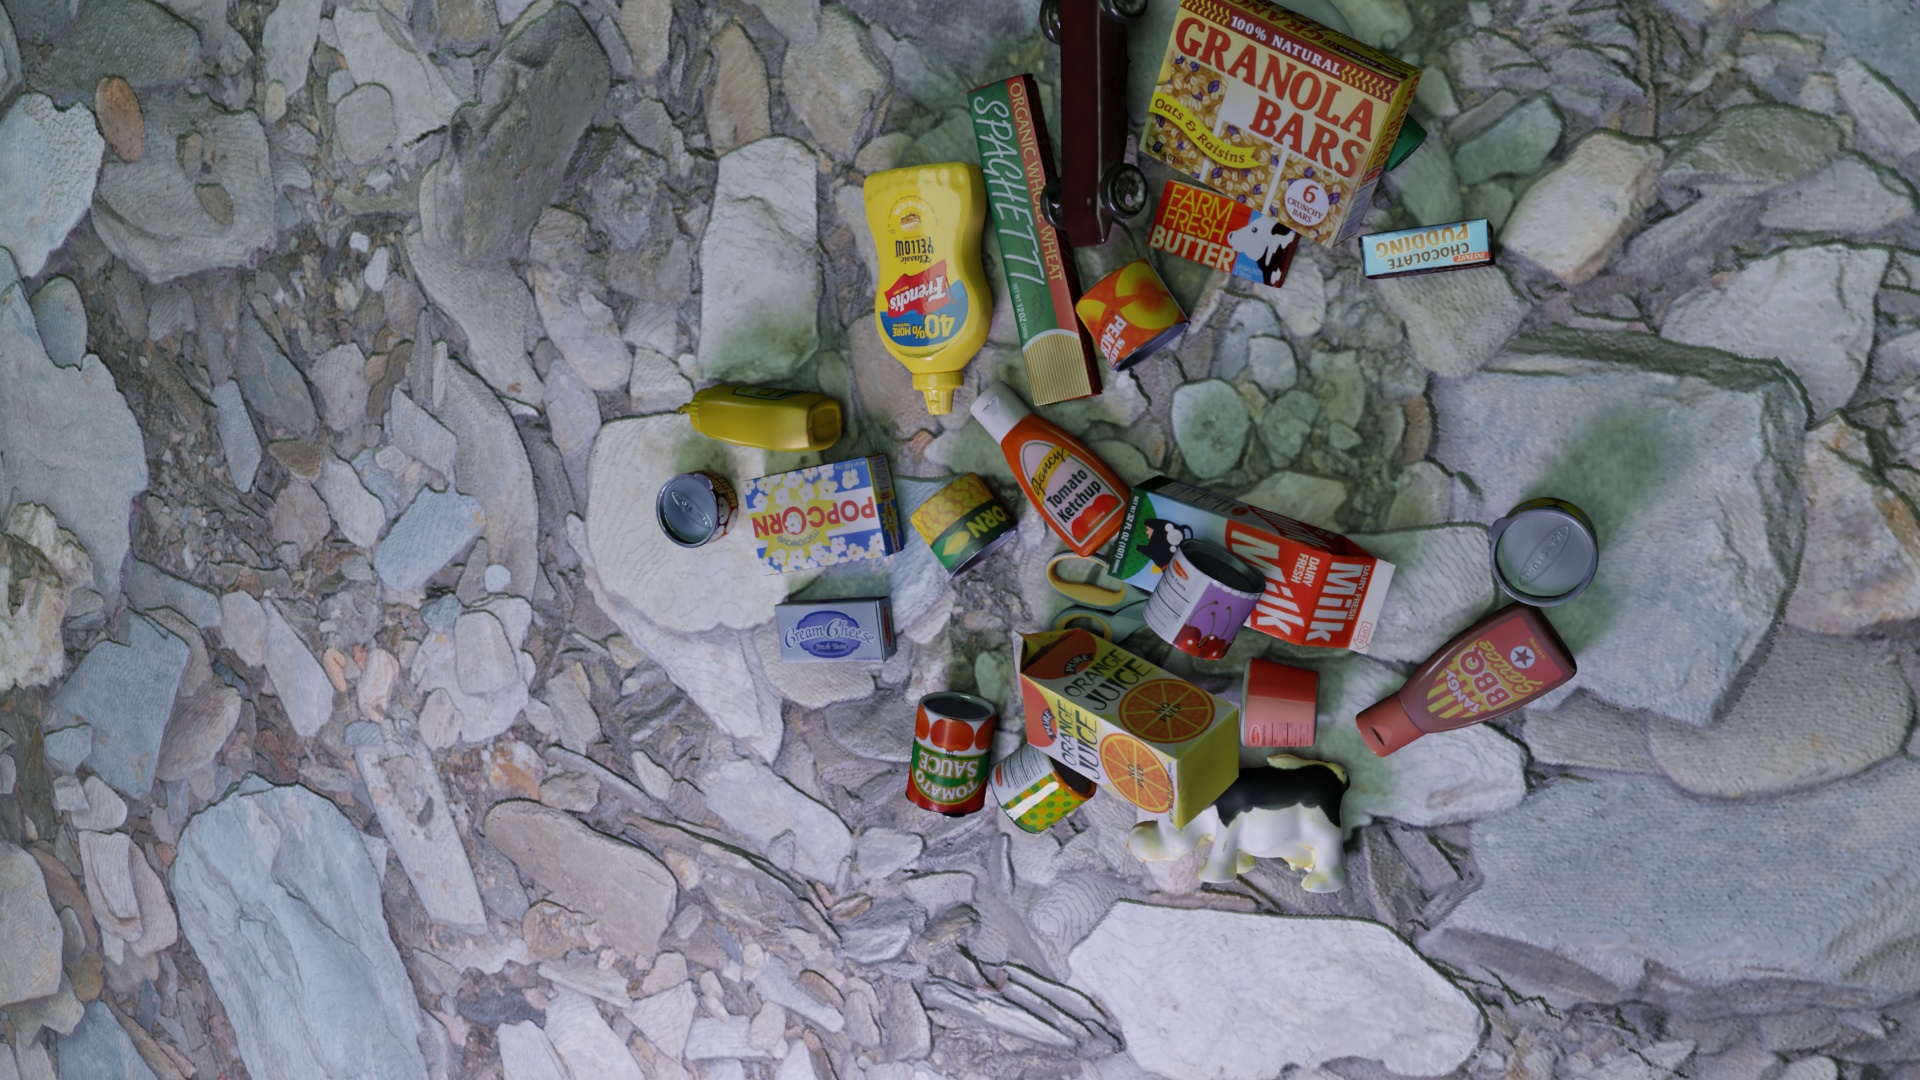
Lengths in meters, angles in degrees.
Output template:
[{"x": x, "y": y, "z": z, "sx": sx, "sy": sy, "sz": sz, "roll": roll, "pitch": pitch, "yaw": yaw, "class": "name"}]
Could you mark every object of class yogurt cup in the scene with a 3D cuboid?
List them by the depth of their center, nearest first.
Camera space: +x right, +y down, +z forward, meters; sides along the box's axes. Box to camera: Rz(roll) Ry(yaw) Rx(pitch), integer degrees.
[{"x": 0.236, "y": 0.121, "z": 1.025, "sx": 0.054, "sy": 0.072, "sz": 0.072, "roll": 4, "pitch": 101, "yaw": 16, "class": "yogurt cup"}]

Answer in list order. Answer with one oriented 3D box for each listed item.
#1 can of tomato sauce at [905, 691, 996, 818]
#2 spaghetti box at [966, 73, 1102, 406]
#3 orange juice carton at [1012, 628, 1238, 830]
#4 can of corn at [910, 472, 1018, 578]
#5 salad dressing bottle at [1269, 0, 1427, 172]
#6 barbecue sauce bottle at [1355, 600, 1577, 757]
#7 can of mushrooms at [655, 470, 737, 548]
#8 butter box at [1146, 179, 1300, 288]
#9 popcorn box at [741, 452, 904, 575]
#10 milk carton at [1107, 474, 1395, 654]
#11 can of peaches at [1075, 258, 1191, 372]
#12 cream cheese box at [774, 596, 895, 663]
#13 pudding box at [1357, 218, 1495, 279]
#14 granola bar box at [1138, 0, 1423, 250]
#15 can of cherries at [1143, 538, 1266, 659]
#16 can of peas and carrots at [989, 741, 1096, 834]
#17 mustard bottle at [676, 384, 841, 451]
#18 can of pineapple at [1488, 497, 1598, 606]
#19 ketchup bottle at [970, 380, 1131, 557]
[{"x": -0.008, "y": 0.174, "z": 1.139, "sx": 0.071, "sy": 0.071, "sz": 0.083, "roll": 13, "pitch": 104, "yaw": 22, "class": "can of tomato sauce"}, {"x": 0.057, "y": -0.229, "z": 1.065, "sx": 0.050, "sy": 0.029, "sz": 0.249, "roll": -11, "pitch": 94, "yaw": 25, "class": "spaghetti box"}, {"x": 0.111, "y": 0.131, "z": 1.050, "sx": 0.193, "sy": 0.073, "sz": 0.071, "roll": 26, "pitch": 136, "yaw": 39, "class": "orange juice carton"}, {"x": 0.004, "y": -0.014, "z": 1.103, "sx": 0.071, "sy": 0.071, "sz": 0.058, "roll": -40, "pitch": 82, "yaw": 25, "class": "can of corn"}, {"x": 0.256, "y": -0.317, "z": 0.952, "sx": 0.148, "sy": 0.044, "sz": 0.064, "roll": 50, "pitch": 118, "yaw": 8, "class": "salad dressing bottle"}, {"x": 0.351, "y": 0.103, "z": 0.980, "sx": 0.148, "sy": 0.044, "sz": 0.065, "roll": -36, "pitch": 84, "yaw": 25, "class": "barbecue sauce bottle"}, {"x": -0.231, "y": -0.030, "z": 1.226, "sx": 0.071, "sy": 0.033, "sz": 0.071, "roll": 4, "pitch": 101, "yaw": 24, "class": "can of mushrooms"}, {"x": 0.192, "y": -0.223, "z": 1.007, "sx": 0.103, "sy": 0.024, "sz": 0.053, "roll": 22, "pitch": 107, "yaw": 19, "class": "butter box"}, {"x": -0.116, "y": -0.021, "z": 1.172, "sx": 0.126, "sy": 0.038, "sz": 0.085, "roll": -9, "pitch": 96, "yaw": 25, "class": "popcorn box"}, {"x": 0.213, "y": 0.018, "z": 1.011, "sx": 0.191, "sy": 0.074, "sz": 0.072, "roll": 20, "pitch": 107, "yaw": 20, "class": "milk carton"}, {"x": 0.124, "y": -0.165, "z": 1.022, "sx": 0.071, "sy": 0.071, "sz": 0.058, "roll": -34, "pitch": 83, "yaw": 25, "class": "can of peaches"}, {"x": -0.108, "y": 0.077, "z": 1.194, "sx": 0.104, "sy": 0.024, "sz": 0.053, "roll": -3, "pitch": 97, "yaw": 25, "class": "cream cheese box"}, {"x": 0.316, "y": -0.197, "z": 0.941, "sx": 0.083, "sy": 0.050, "sz": 0.030, "roll": -3, "pitch": 96, "yaw": 24, "class": "pudding box"}, {"x": 0.211, "y": -0.291, "z": 0.943, "sx": 0.166, "sy": 0.039, "sz": 0.123, "roll": 35, "pitch": 136, "yaw": 22, "class": "granola bar box"}, {"x": 0.170, "y": 0.041, "z": 0.957, "sx": 0.071, "sy": 0.072, "sz": 0.058, "roll": 32, "pitch": 113, "yaw": 16, "class": "can of cherries"}, {"x": 0.068, "y": 0.193, "z": 1.112, "sx": 0.058, "sy": 0.071, "sz": 0.071, "roll": -40, "pitch": 82, "yaw": 24, "class": "can of peas and carrots"}, {"x": -0.180, "y": -0.106, "z": 1.174, "sx": 0.160, "sy": 0.065, "sz": 0.048, "roll": 9, "pitch": 107, "yaw": 27, "class": "mustard bottle"}, {"x": 0.393, "y": 0.005, "z": 0.936, "sx": 0.071, "sy": 0.058, "sz": 0.071, "roll": 4, "pitch": 100, "yaw": 24, "class": "can of pineapple"}, {"x": 0.069, "y": -0.060, "z": 1.079, "sx": 0.064, "sy": 0.043, "sz": 0.149, "roll": -44, "pitch": 79, "yaw": 13, "class": "ketchup bottle"}]
